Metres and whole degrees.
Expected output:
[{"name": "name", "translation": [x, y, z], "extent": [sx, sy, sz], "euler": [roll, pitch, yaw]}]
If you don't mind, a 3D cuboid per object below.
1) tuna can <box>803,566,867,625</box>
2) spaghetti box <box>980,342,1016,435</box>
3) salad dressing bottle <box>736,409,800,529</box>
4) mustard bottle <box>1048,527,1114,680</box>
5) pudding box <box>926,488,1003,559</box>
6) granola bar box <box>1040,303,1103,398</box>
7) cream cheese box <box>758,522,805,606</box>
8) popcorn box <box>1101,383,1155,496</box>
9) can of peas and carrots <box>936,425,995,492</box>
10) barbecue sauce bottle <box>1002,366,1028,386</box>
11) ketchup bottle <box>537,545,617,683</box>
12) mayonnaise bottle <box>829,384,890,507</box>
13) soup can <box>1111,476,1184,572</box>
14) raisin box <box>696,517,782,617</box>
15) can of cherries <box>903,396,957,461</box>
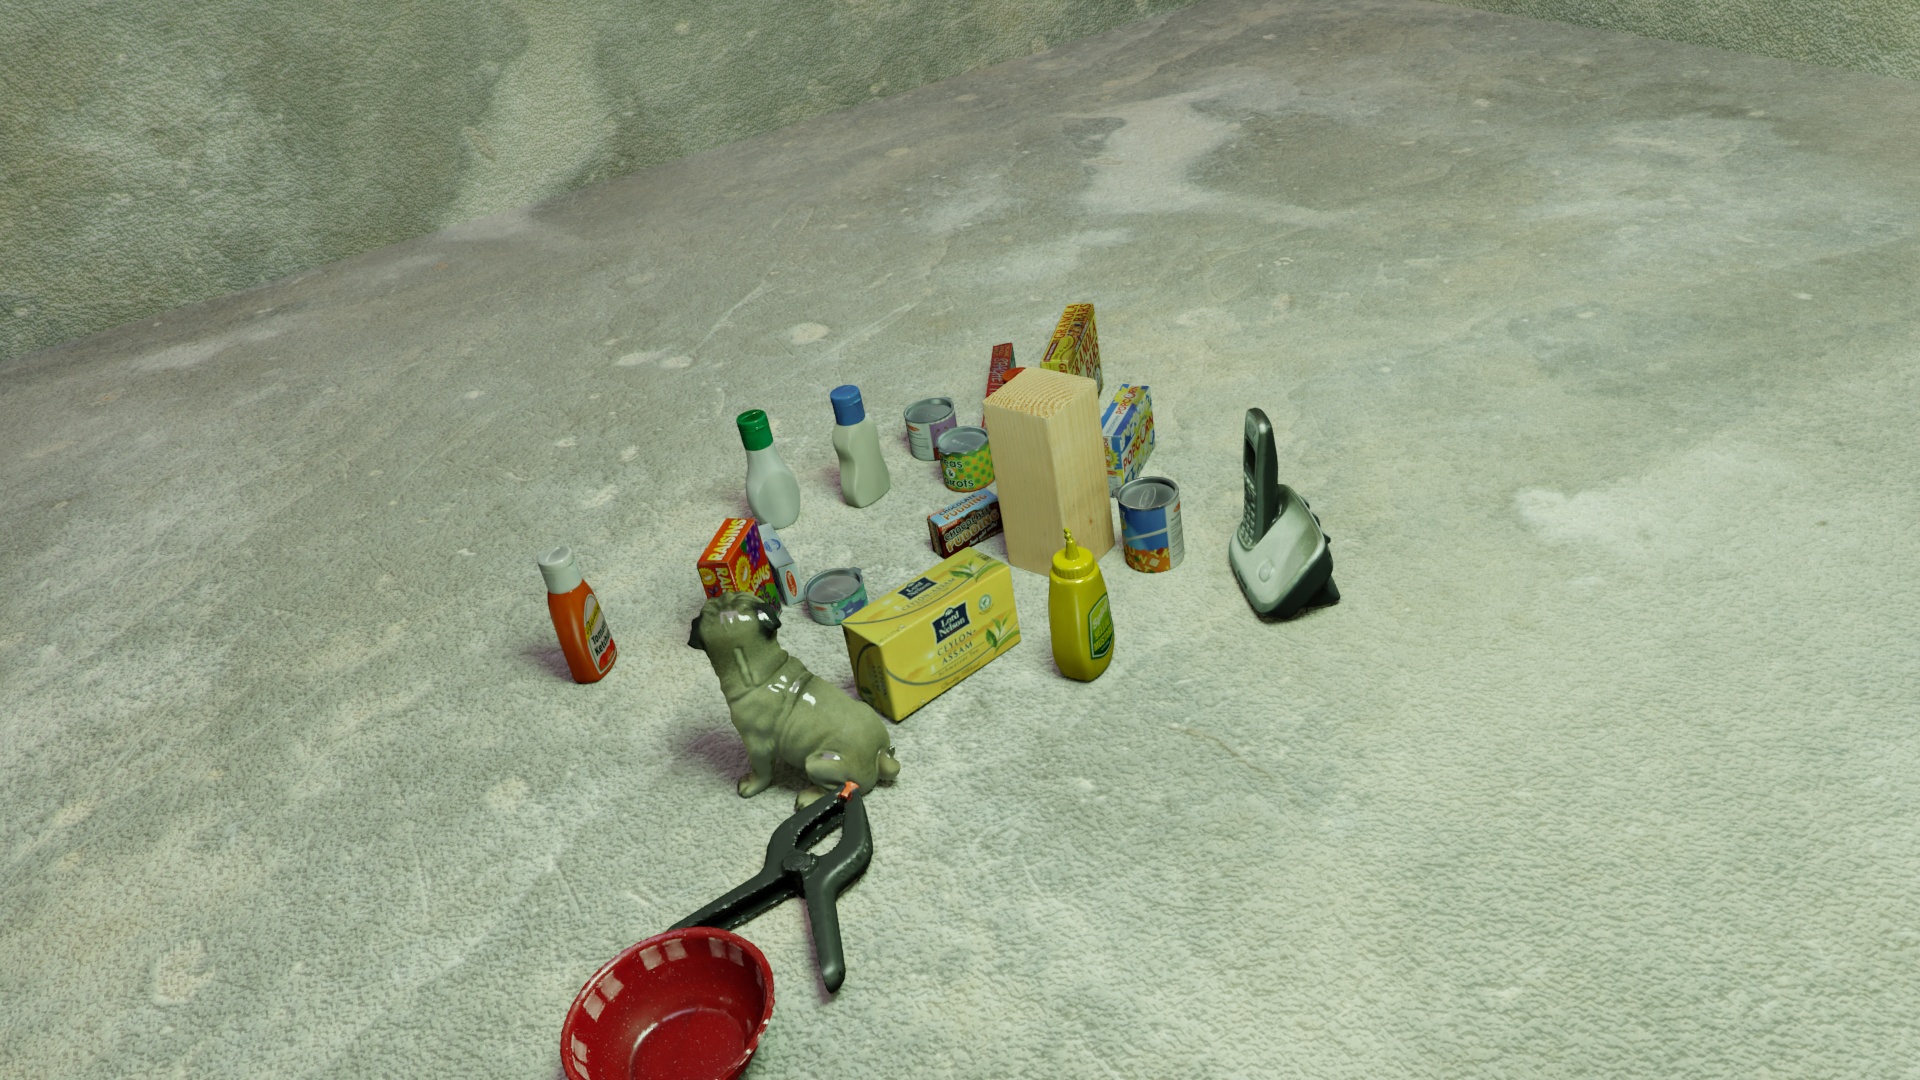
[{"name": "tuna can", "translation": [-0.134, 0.060, 1.517], "extent": [0.071, 0.032, 0.071], "euler": [-8, 32, 5]}, {"name": "spaghetti box", "translation": [0.052, -0.185, 1.826], "extent": [0.029, 0.050, 0.251], "euler": [-5, 33, 9]}, {"name": "salad dressing bottle", "translation": [-0.233, -0.085, 1.666], "extent": [0.064, 0.147, 0.044], "euler": [-27, 36, -24]}, {"name": "mustard bottle", "translation": [0.113, 0.058, 1.328], "extent": [0.049, 0.159, 0.066], "euler": [11, 38, 31]}, {"name": "pudding box", "translation": [0.006, -0.020, 1.584], "extent": [0.084, 0.049, 0.030], "euler": [-26, 35, -23]}, {"name": "granola bar box", "translation": [0.143, -0.212, 1.772], "extent": [0.039, 0.123, 0.166], "euler": [0, 34, 18]}, {"name": "cream cheese box", "translation": [-0.206, 0.026, 1.572], "extent": [0.024, 0.053, 0.104], "euler": [-20, 33, -14]}, {"name": "popcorn box", "translation": [0.194, -0.119, 1.649], "extent": [0.038, 0.084, 0.127], "euler": [5, 36, 24]}, {"name": "can of peas and carrots", "translation": [0.006, -0.099, 1.698], "extent": [0.071, 0.058, 0.071], "euler": [-8, 32, 5]}, {"name": "barbecue sauce bottle", "translation": [0.078, -0.132, 1.644], "extent": [0.065, 0.147, 0.044], "euler": [-28, 36, -25]}, {"name": "ketchup bottle", "translation": [-0.407, 0.076, 1.466], "extent": [0.043, 0.148, 0.065], "euler": [-3, 33, 12]}, {"name": "mayonnaise bottle", "translation": [-0.125, -0.116, 1.681], "extent": [0.041, 0.147, 0.065], "euler": [17, 42, 37]}, {"name": "soup can", "translation": [0.202, -0.017, 1.489], "extent": [0.071, 0.083, 0.072], "euler": [-8, 32, 5]}, {"name": "raisin box", "translation": [-0.234, 0.050, 1.479], "extent": [0.040, 0.122, 0.086], "euler": [0, 34, 17]}, {"name": "can of cherries", "translation": [-0.034, -0.144, 1.780], "extent": [0.071, 0.058, 0.072], "euler": [-8, 32, 5]}]
